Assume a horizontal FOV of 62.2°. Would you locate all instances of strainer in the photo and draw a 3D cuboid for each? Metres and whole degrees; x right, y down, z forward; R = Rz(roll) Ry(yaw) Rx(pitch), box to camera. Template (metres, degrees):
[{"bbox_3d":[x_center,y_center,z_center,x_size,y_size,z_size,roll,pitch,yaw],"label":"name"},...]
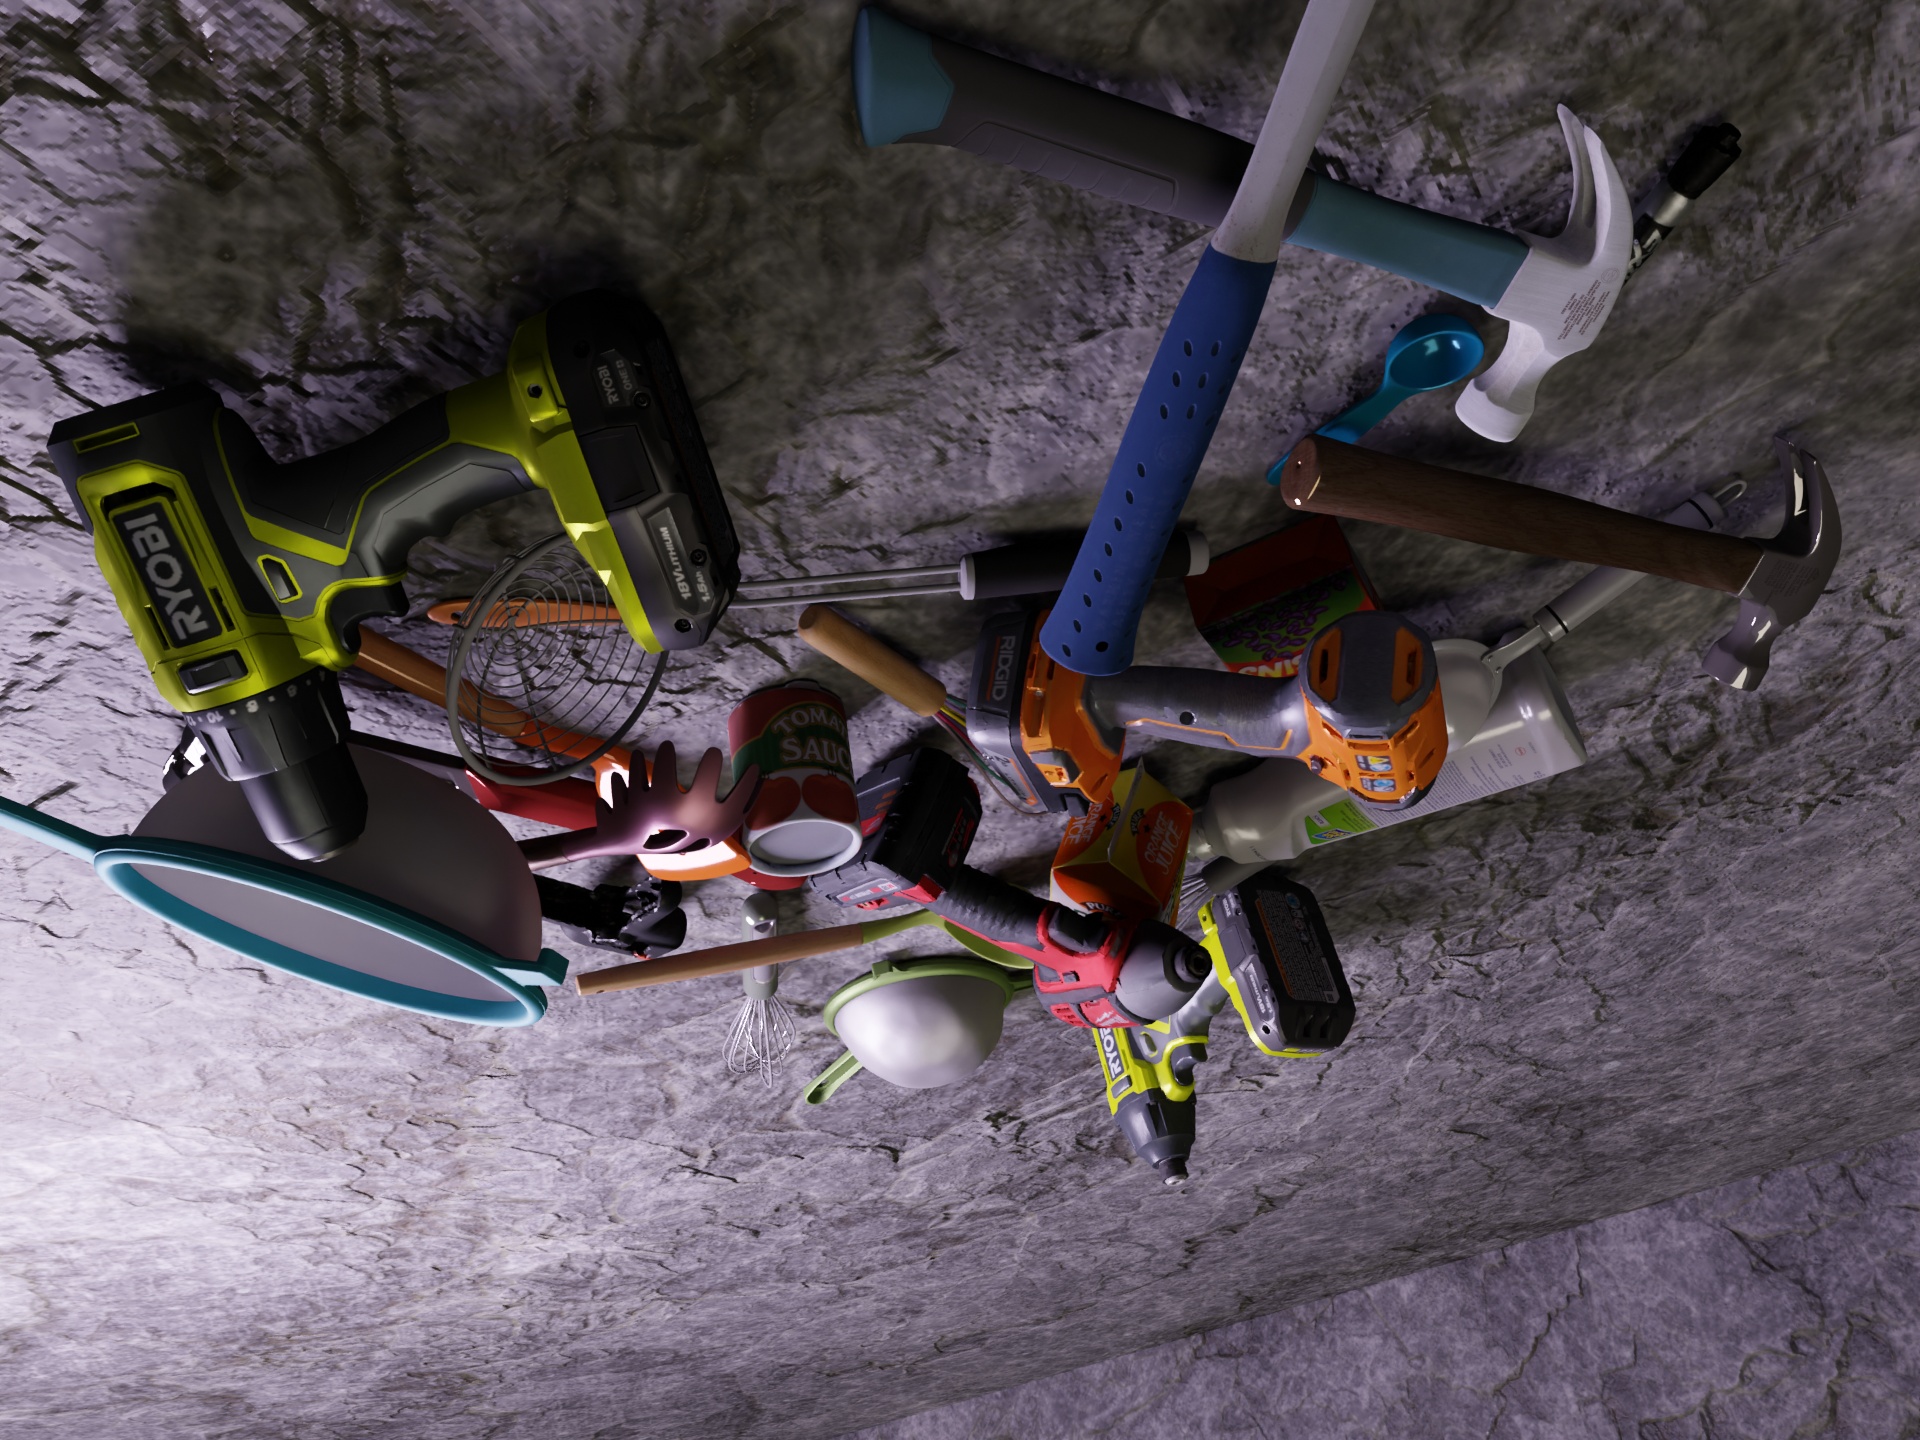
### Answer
[{"bbox_3d":[-0.056,0.273,1.267,0.151,0.069,0.256,12,140,-32],"label":"strainer"},{"bbox_3d":[0.313,-0.047,0.862,0.258,0.050,0.086,-39,131,13],"label":"strainer"},{"bbox_3d":[-0.340,0.041,0.739,0.340,0.095,0.211,26,155,-18],"label":"strainer"}]

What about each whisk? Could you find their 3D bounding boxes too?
[{"bbox_3d":[-0.143,0.194,1.138,0.058,0.059,0.246,-15,146,-17],"label":"whisk"},{"bbox_3d":[0.174,0.108,1.104,0.239,0.055,0.055,-38,140,29],"label":"whisk"},{"bbox_3d":[0.000,-0.002,0.874,0.051,0.047,0.244,-27,142,27],"label":"whisk"}]

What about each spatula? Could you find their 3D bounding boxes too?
[{"bbox_3d":[-0.234,0.000,0.760,0.081,0.041,0.322,-12,148,40],"label":"spatula"}]

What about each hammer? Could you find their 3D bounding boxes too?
[{"bbox_3d":[0.098,-0.176,0.558,0.144,0.035,0.405,3,133,-18],"label":"hammer"},{"bbox_3d":[0.304,-0.096,0.785,0.331,0.031,0.130,8,118,-23],"label":"hammer"},{"bbox_3d":[-0.226,0.036,0.870,0.358,0.037,0.149,19,138,-38],"label":"hammer"},{"bbox_3d":[0.113,-0.194,0.593,0.330,0.033,0.128,8,130,-23],"label":"hammer"}]

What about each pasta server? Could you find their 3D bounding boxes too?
[{"bbox_3d":[-0.208,0.059,0.808,0.060,0.040,0.316,25,154,-37],"label":"pasta server"}]

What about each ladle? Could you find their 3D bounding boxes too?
[{"bbox_3d":[-0.088,0.156,1.043,0.320,0.062,0.078,-7,155,-22],"label":"ladle"}]

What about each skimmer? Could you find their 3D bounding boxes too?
[{"bbox_3d":[-0.050,-0.044,0.742,0.363,0.090,0.127,-6,130,-10],"label":"skimmer"}]

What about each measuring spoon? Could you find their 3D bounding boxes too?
[{"bbox_3d":[0.183,-0.148,0.729,0.042,0.021,0.128,10,152,-30],"label":"measuring spoon"},{"bbox_3d":[-0.196,-0.048,0.767,0.117,0.011,0.021,0,147,-18],"label":"measuring spoon"}]

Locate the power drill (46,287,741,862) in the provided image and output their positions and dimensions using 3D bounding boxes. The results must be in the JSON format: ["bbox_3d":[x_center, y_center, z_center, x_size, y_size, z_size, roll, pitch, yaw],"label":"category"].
[{"bbox_3d":[-0.207,-0.056,0.618,0.228,0.080,0.190,-17,108,3],"label":"power drill"}]

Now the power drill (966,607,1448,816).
[{"bbox_3d":[0.134,0.005,0.820,0.226,0.084,0.164,1,157,22],"label":"power drill"}]

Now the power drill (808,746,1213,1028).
[{"bbox_3d":[0.036,0.108,0.917,0.219,0.079,0.143,33,155,-17],"label":"power drill"}]

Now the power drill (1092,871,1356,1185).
[{"bbox_3d":[0.184,0.228,1.178,0.080,0.171,0.223,8,140,-30],"label":"power drill"}]
